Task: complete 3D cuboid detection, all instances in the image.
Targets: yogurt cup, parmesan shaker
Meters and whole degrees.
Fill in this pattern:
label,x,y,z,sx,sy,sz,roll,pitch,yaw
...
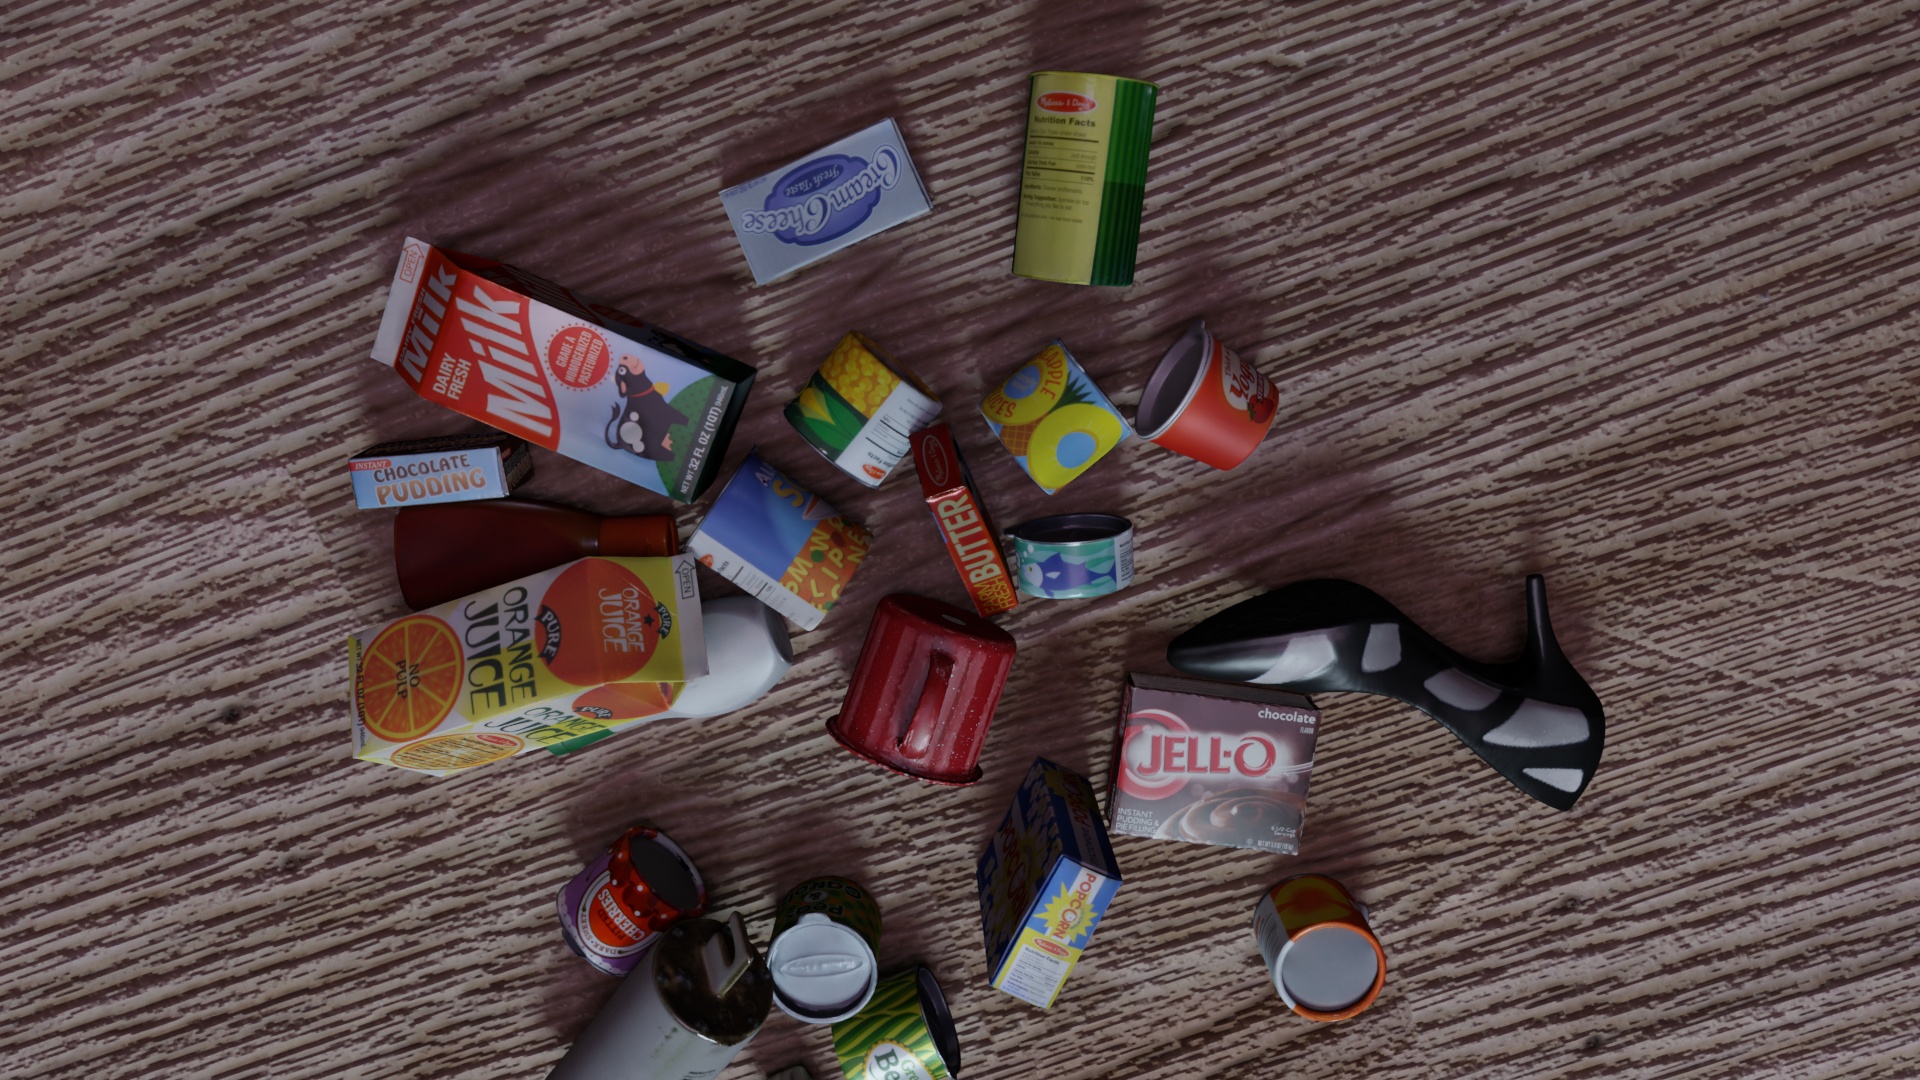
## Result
label,x,y,z,sx,sy,sz,roll,pitch,yaw
yogurt cup,0.135,-0.073,0.752,0.054,0.072,0.072,28,101,-15
parmesan shaker,0.062,-0.188,0.726,0.071,0.071,0.102,6,104,-2

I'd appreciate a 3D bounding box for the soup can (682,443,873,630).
label,x,y,z,sx,sy,sz,roll,pitch,yaw
soup can,-0.098,-0.002,0.765,0.084,0.071,0.071,34,101,-8

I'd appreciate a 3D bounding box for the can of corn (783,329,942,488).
label,x,y,z,sx,sy,sz,roll,pitch,yaw
can of corn,-0.054,-0.073,0.750,0.071,0.071,0.058,39,99,-8

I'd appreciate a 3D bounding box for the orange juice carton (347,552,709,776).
label,x,y,z,sx,sy,sz,roll,pitch,yaw
orange juice carton,-0.225,0.065,0.749,0.192,0.073,0.072,-17,68,12

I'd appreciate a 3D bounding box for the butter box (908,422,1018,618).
label,x,y,z,sx,sy,sz,roll,pitch,yaw
butter box,0.003,-0.009,0.747,0.024,0.053,0.103,-20,135,5

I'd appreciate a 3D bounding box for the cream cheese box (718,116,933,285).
label,x,y,z,sx,sy,sz,roll,pitch,yaw
cream cheese box,-0.072,-0.182,0.745,0.104,0.024,0.053,-23,102,5

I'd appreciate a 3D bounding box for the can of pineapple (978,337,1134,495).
label,x,y,z,sx,sy,sz,roll,pitch,yaw
can of pineapple,0.050,-0.068,0.750,0.058,0.071,0.071,-39,100,8

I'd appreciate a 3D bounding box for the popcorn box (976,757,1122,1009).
label,x,y,z,sx,sy,sz,roll,pitch,yaw
popcorn box,0.046,0.188,0.777,0.038,0.127,0.085,25,102,-9

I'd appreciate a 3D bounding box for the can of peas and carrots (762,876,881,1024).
label,x,y,z,sx,sy,sz,roll,pitch,yaw
can of peas and carrots,-0.081,0.239,0.822,0.071,0.059,0.070,0,102,0

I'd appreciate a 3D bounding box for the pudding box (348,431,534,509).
label,x,y,z,sx,sy,sz,roll,pitch,yaw
pudding box,-0.284,-0.039,0.763,0.084,0.050,0.030,-4,105,1

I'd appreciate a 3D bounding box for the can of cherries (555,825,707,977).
label,x,y,z,sx,sy,sz,roll,pitch,yaw
can of cherries,-0.191,0.210,0.808,0.058,0.071,0.071,-41,100,8

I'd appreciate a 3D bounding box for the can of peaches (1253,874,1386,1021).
label,x,y,z,sx,sy,sz,roll,pitch,yaw
can of peaches,0.215,0.241,0.825,0.071,0.058,0.071,0,103,0

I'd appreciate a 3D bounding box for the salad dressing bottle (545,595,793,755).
label,x,y,z,sx,sy,sz,roll,pitch,yaw
salad dressing bottle,-0.171,0.079,0.794,0.147,0.044,0.064,-23,98,6

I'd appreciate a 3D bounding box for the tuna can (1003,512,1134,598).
label,x,y,z,sx,sy,sz,roll,pitch,yaw
tuna can,0.060,0.008,0.768,0.071,0.071,0.032,-5,104,1

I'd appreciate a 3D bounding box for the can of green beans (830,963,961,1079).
label,x,y,z,sx,sy,sz,roll,pitch,yaw
can of green beans,-0.039,0.296,0.831,0.058,0.071,0.071,-23,102,5

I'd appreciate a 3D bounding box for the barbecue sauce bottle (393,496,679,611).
label,x,y,z,sx,sy,sz,roll,pitch,yaw
barbecue sauce bottle,-0.235,0.006,0.777,0.149,0.044,0.064,-2,105,0

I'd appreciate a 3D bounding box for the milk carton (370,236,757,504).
label,x,y,z,sx,sy,sz,roll,pitch,yaw
milk carton,-0.213,-0.093,0.739,0.191,0.073,0.072,22,102,-5

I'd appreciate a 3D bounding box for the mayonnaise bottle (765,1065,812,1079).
label,x,y,z,sx,sy,sz,roll,pitch,yaw
mayonnaise bottle,-0.079,0.401,0.859,0.041,0.065,0.147,-26,105,9
